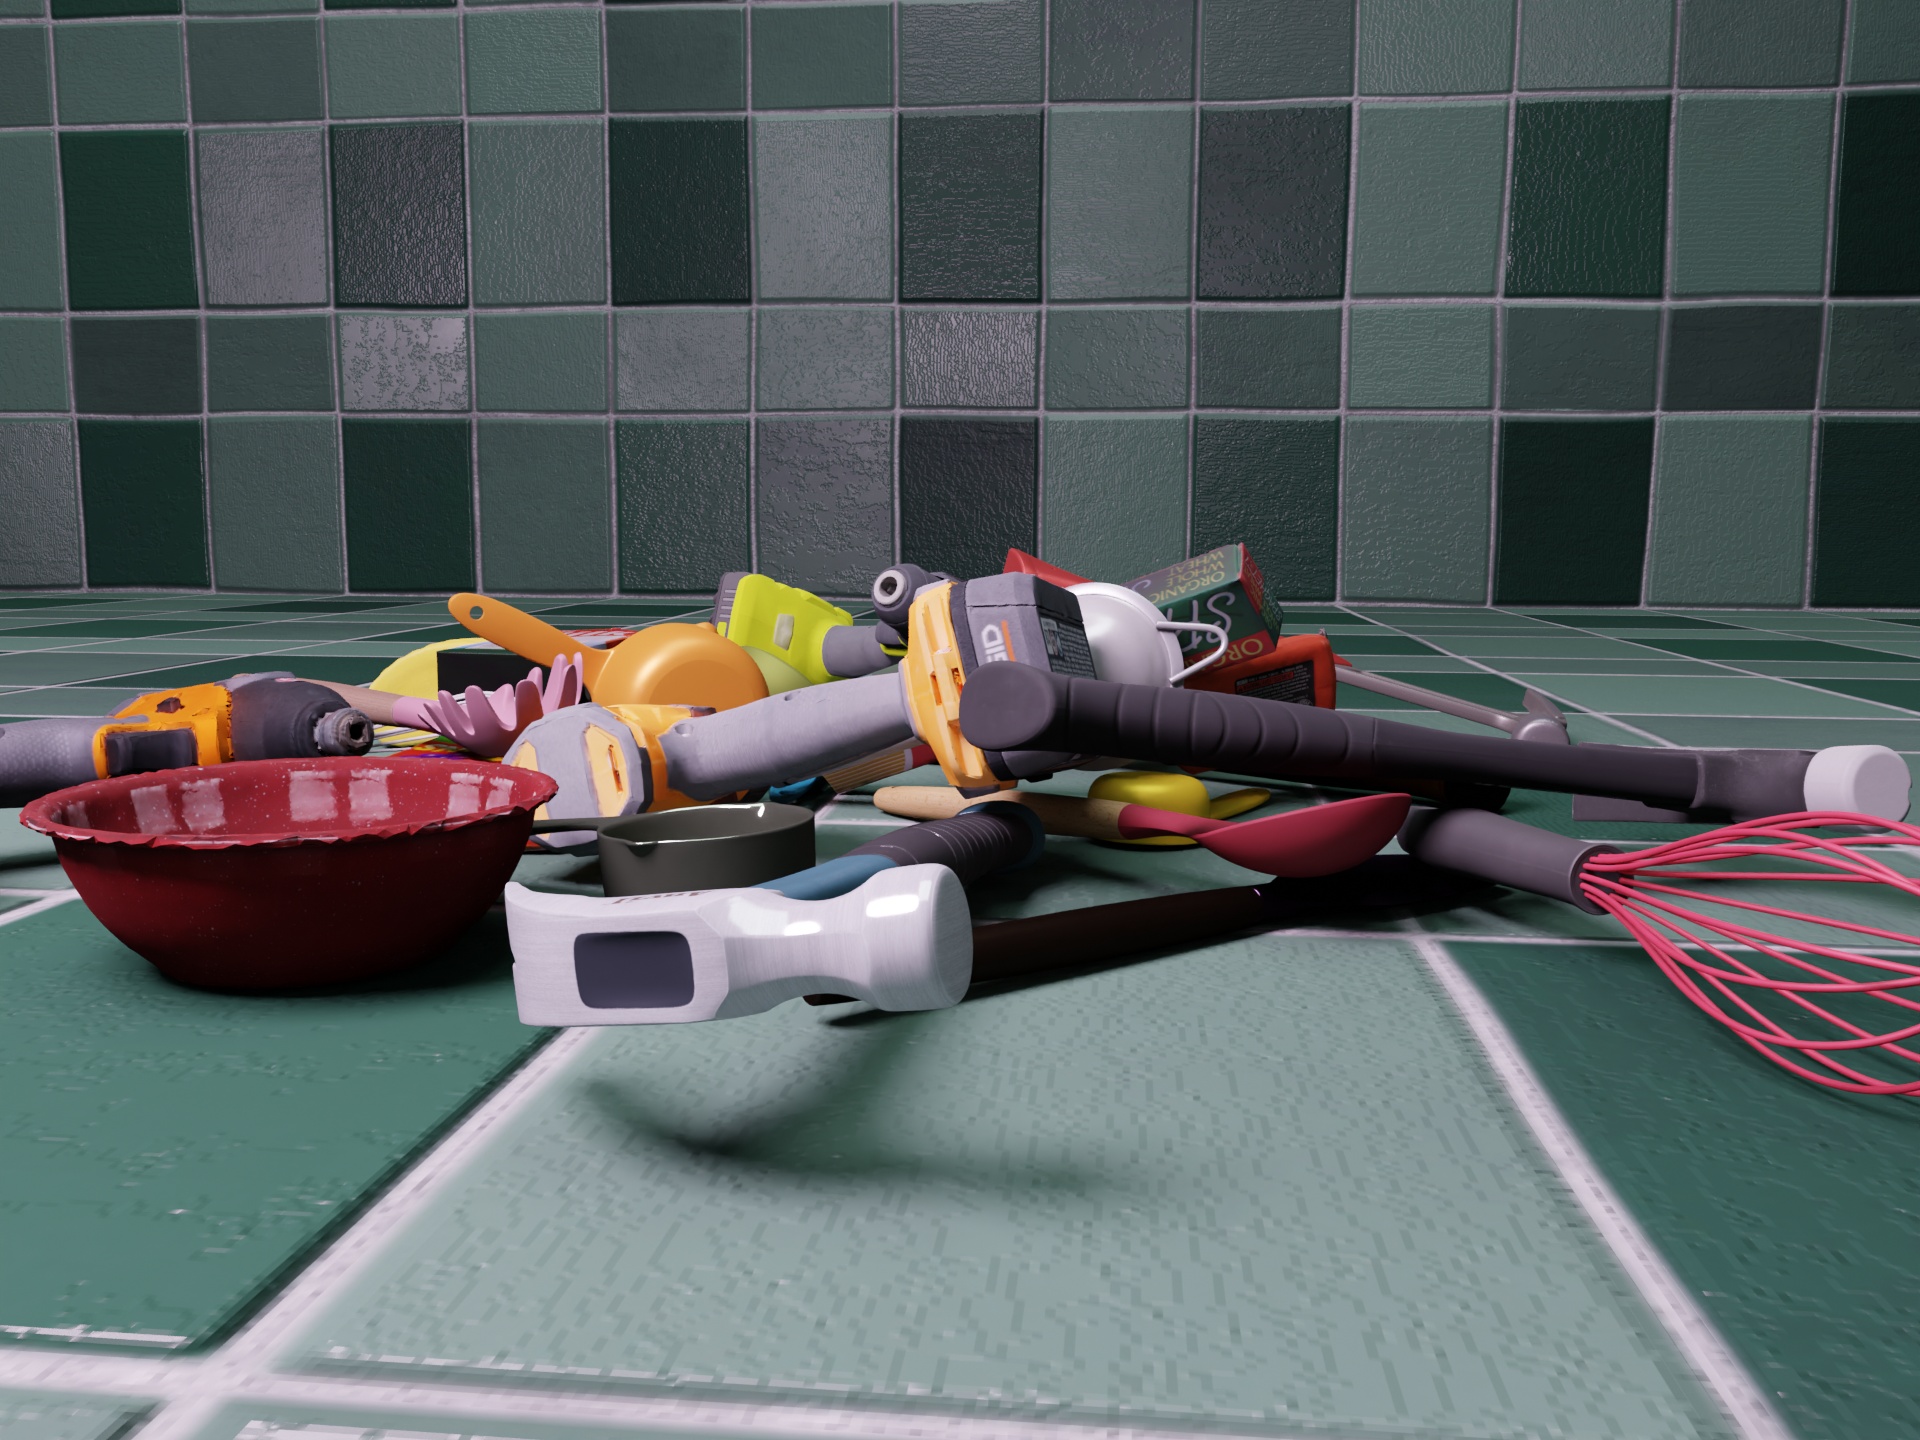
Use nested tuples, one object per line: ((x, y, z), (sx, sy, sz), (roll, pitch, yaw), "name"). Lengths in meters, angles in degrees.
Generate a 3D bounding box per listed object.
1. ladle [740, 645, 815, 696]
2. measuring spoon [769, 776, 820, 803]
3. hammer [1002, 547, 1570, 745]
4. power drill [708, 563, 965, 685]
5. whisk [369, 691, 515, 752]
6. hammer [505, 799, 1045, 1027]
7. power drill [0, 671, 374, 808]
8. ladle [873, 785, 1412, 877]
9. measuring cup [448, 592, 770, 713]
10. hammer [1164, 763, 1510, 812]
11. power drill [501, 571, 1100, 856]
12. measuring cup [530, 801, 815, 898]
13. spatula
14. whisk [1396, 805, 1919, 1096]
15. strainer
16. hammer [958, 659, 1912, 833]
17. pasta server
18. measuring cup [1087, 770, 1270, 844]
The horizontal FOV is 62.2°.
((0.002, -0.014, 1.040), (0.320, 0.062, 0.078), (0, -10, -22), "ladle")
((-0.079, 0.031, 0.861), (0.042, 0.021, 0.129), (2, 16, 11), "measuring spoon")
((0.199, -0.044, 1.010), (0.359, 0.036, 0.149), (17, 12, 10), "hammer")
((-0.063, -0.059, 1.102), (0.228, 0.080, 0.190), (1, -14, 33), "power drill")
((-0.336, 0.019, 0.812), (0.246, 0.058, 0.059), (-7, -25, -22), "whisk")
((-0.025, 0.049, 0.488), (0.128, 0.033, 0.331), (-6, -1, 14), "hammer")
((-0.360, 0.016, 0.633), (0.164, 0.084, 0.226), (-6, 0, 33), "power drill")
((0.052, 0.039, 0.656), (0.069, 0.031, 0.315), (-1, 1, -35), "ladle")
((-0.175, -0.022, 0.810), (0.173, 0.095, 0.052), (27, -5, -30), "measuring cup")
((0.139, 0.016, 0.890), (0.337, 0.034, 0.127), (6, 10, 36), "hammer")
((-0.054, 0.005, 0.683), (0.226, 0.084, 0.185), (-14, -4, 14), "power drill")
((-0.129, 0.055, 0.580), (0.167, 0.038, 0.083), (-3, 6, 26), "measuring cup")
((0.080, 0.067, 0.548), (0.315, 0.018, 0.060), (-4, 11, -38), "spatula")
((0.211, 0.053, 0.492), (0.073, 0.073, 0.296), (-1, 4, -11), "whisk")
((-0.001, -0.002, 0.749), (0.258, 0.087, 0.050), (-17, -10, 27), "strainer")
((0.162, 0.011, 0.591), (0.334, 0.035, 0.146), (6, -3, -16), "hammer")
((-0.281, -0.014, 0.763), (0.316, 0.040, 0.060), (6, 21, 43), "pasta server")
((0.113, 0.034, 0.760), (0.062, 0.029, 0.156), (5, 9, 34), "measuring cup")
